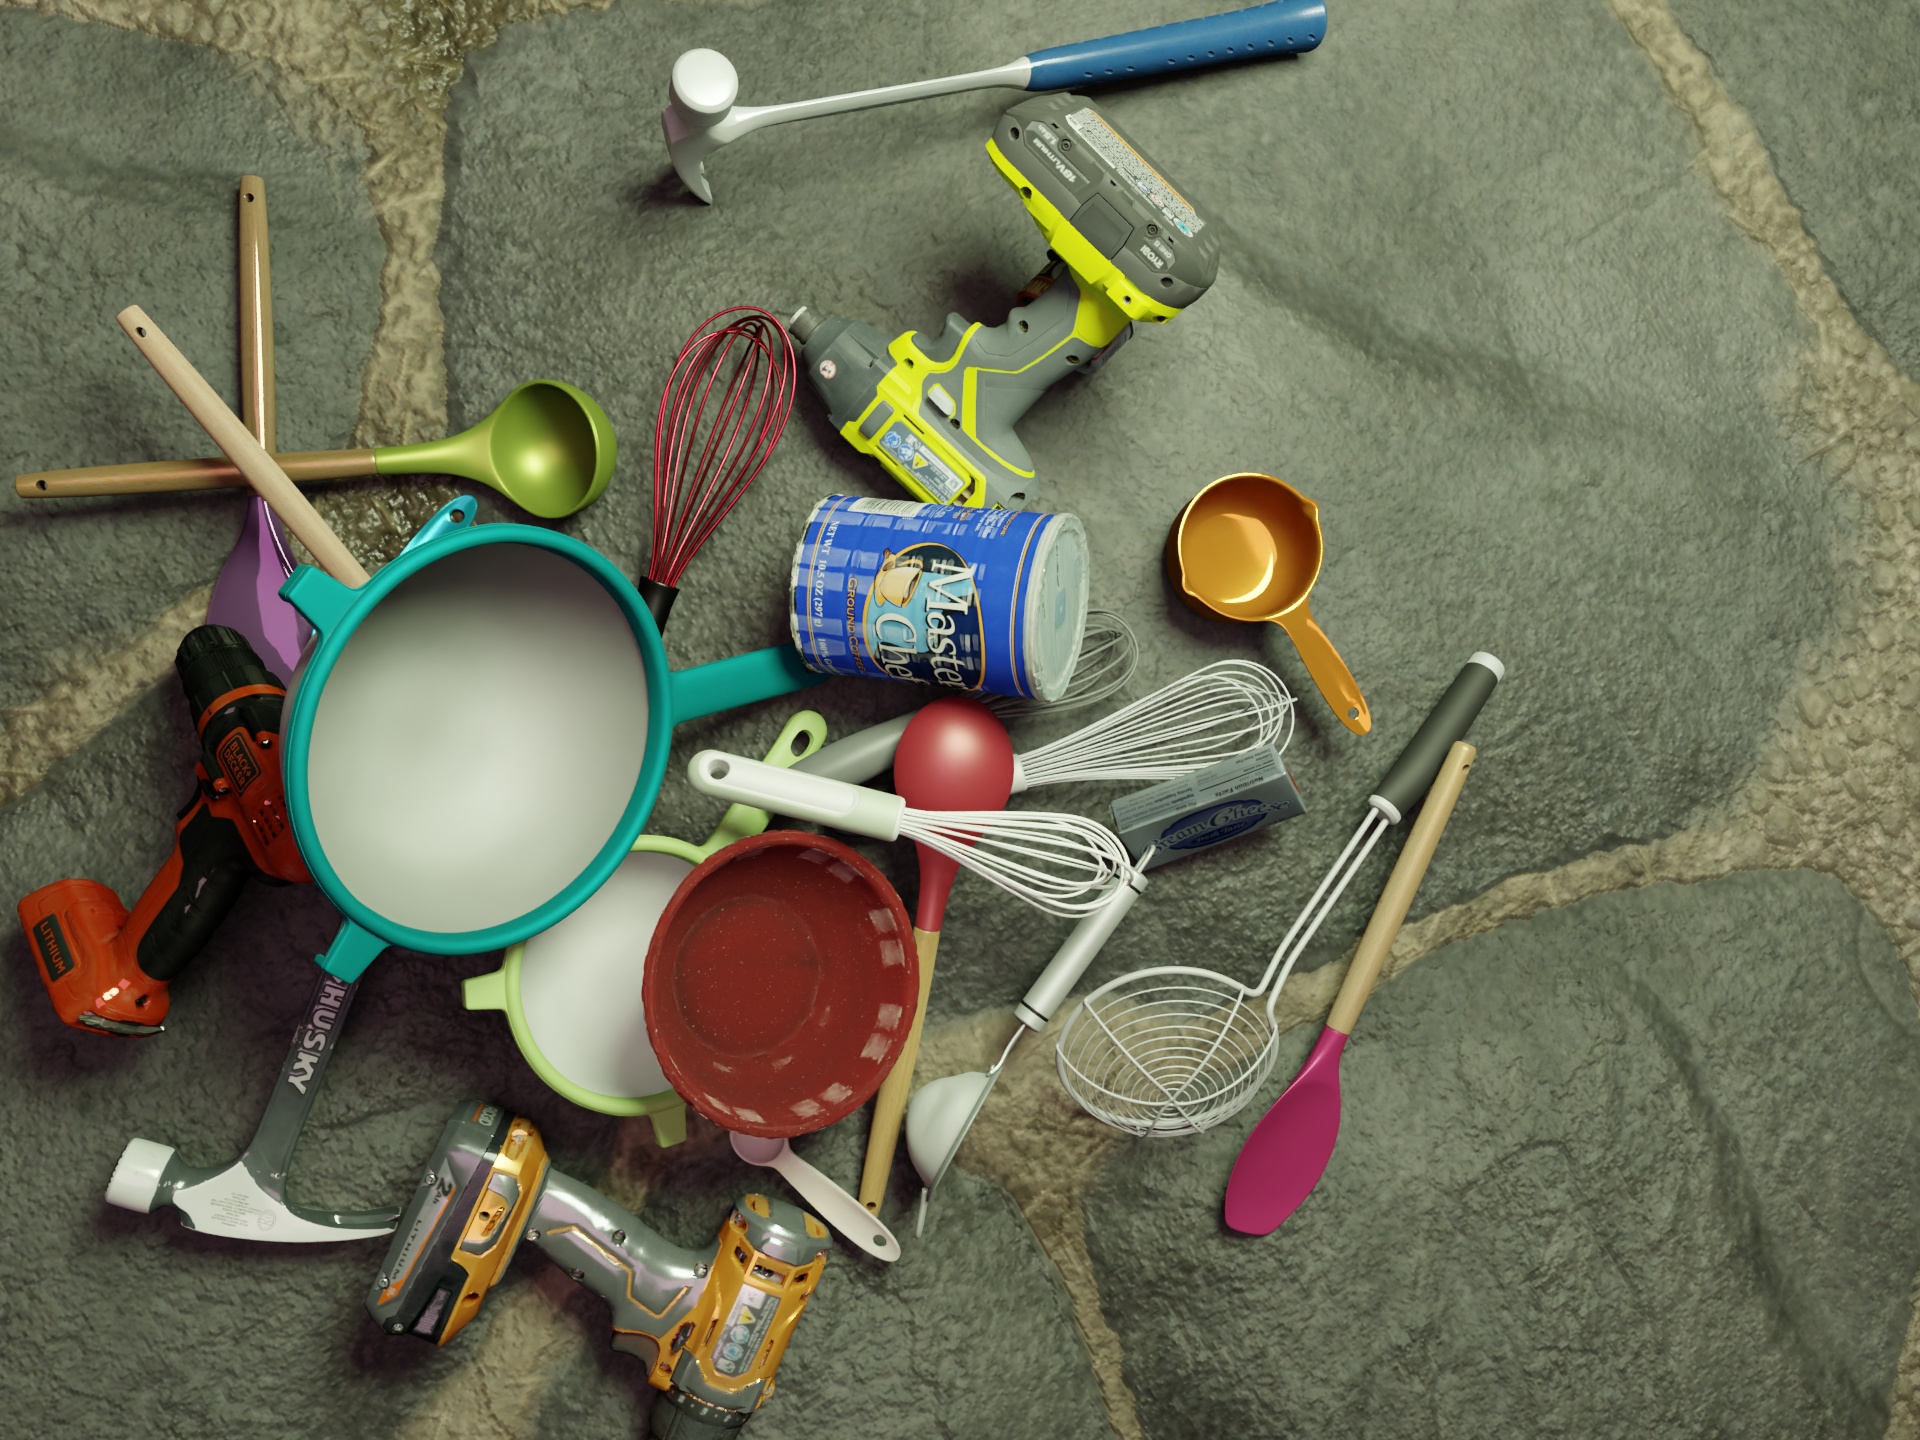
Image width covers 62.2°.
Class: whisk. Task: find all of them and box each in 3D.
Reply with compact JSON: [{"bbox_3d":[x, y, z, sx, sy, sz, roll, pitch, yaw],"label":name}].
[{"bbox_3d":[-0.001,-0.002,0.921,0.239,0.055,0.055,-24,91,-11],"label":"whisk"},{"bbox_3d":[-0.026,0.055,0.851,0.246,0.059,0.058,14,65,-3],"label":"whisk"},{"bbox_3d":[0.060,0.024,0.931,0.284,0.070,0.070,-15,90,-2],"label":"whisk"},{"bbox_3d":[-0.165,-0.097,0.913,0.073,0.073,0.296,20,92,-5],"label":"whisk"}]

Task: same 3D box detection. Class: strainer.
[{"bbox_3d":[0.034,0.174,0.908,0.050,0.087,0.258,36,85,6],"label":"strainer"},{"bbox_3d":[-0.211,-0.010,0.835,0.340,0.095,0.211,-18,115,-48],"label":"strainer"},{"bbox_3d":[-0.161,0.098,0.905,0.151,0.069,0.256,42,65,-22],"label":"strainer"}]

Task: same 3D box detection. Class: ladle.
[{"bbox_3d":[-0.353,-0.141,0.880,0.320,0.062,0.078,-6,100,-10],"label":"ladle"},{"bbox_3d":[-0.025,0.142,0.905,0.069,0.031,0.315,10,99,-11],"label":"ladle"}]

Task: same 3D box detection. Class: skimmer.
[{"bbox_3d":[0.199,0.095,0.953,0.363,0.090,0.127,-51,118,-16],"label":"skimmer"}]

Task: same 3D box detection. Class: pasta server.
[{"bbox_3d":[-0.342,-0.089,0.865,0.060,0.040,0.316,-38,108,-6],"label":"pasta server"}]

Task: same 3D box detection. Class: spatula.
[{"bbox_3d":[-0.401,-0.153,0.907,0.059,0.018,0.316,-2,89,-6],"label":"spatula"}]

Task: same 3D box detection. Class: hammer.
[{"bbox_3d":[0.024,-0.373,0.925,0.405,0.144,0.035,-16,92,-15],"label":"hammer"},{"bbox_3d":[-0.315,0.096,0.867,0.149,0.036,0.409,23,92,-15],"label":"hammer"}]

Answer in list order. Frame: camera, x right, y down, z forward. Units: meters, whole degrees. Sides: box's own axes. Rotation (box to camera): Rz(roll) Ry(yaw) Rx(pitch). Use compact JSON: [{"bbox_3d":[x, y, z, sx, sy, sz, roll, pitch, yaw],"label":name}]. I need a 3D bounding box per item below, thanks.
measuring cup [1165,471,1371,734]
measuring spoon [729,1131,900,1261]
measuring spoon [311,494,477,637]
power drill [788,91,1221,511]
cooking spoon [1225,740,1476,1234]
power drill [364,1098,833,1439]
[{"bbox_3d":[0.189,-0.065,0.952,0.095,0.052,0.173,-33,93,-7],"label":"measuring cup"},{"bbox_3d":[-0.081,0.268,0.921,0.124,0.018,0.034,42,104,0],"label":"measuring spoon"},{"bbox_3d":[-0.321,-0.078,0.917,0.042,0.021,0.128,37,75,-4],"label":"measuring spoon"},{"bbox_3d":[0.018,-0.223,0.876,0.171,0.080,0.223,43,124,-5],"label":"power drill"},{"bbox_3d":[0.234,0.160,0.942,0.068,0.017,0.319,22,94,-29],"label":"cooking spoon"},{"bbox_3d":[-0.207,0.329,0.881,0.226,0.084,0.185,24,87,-9],"label":"power drill"}]
